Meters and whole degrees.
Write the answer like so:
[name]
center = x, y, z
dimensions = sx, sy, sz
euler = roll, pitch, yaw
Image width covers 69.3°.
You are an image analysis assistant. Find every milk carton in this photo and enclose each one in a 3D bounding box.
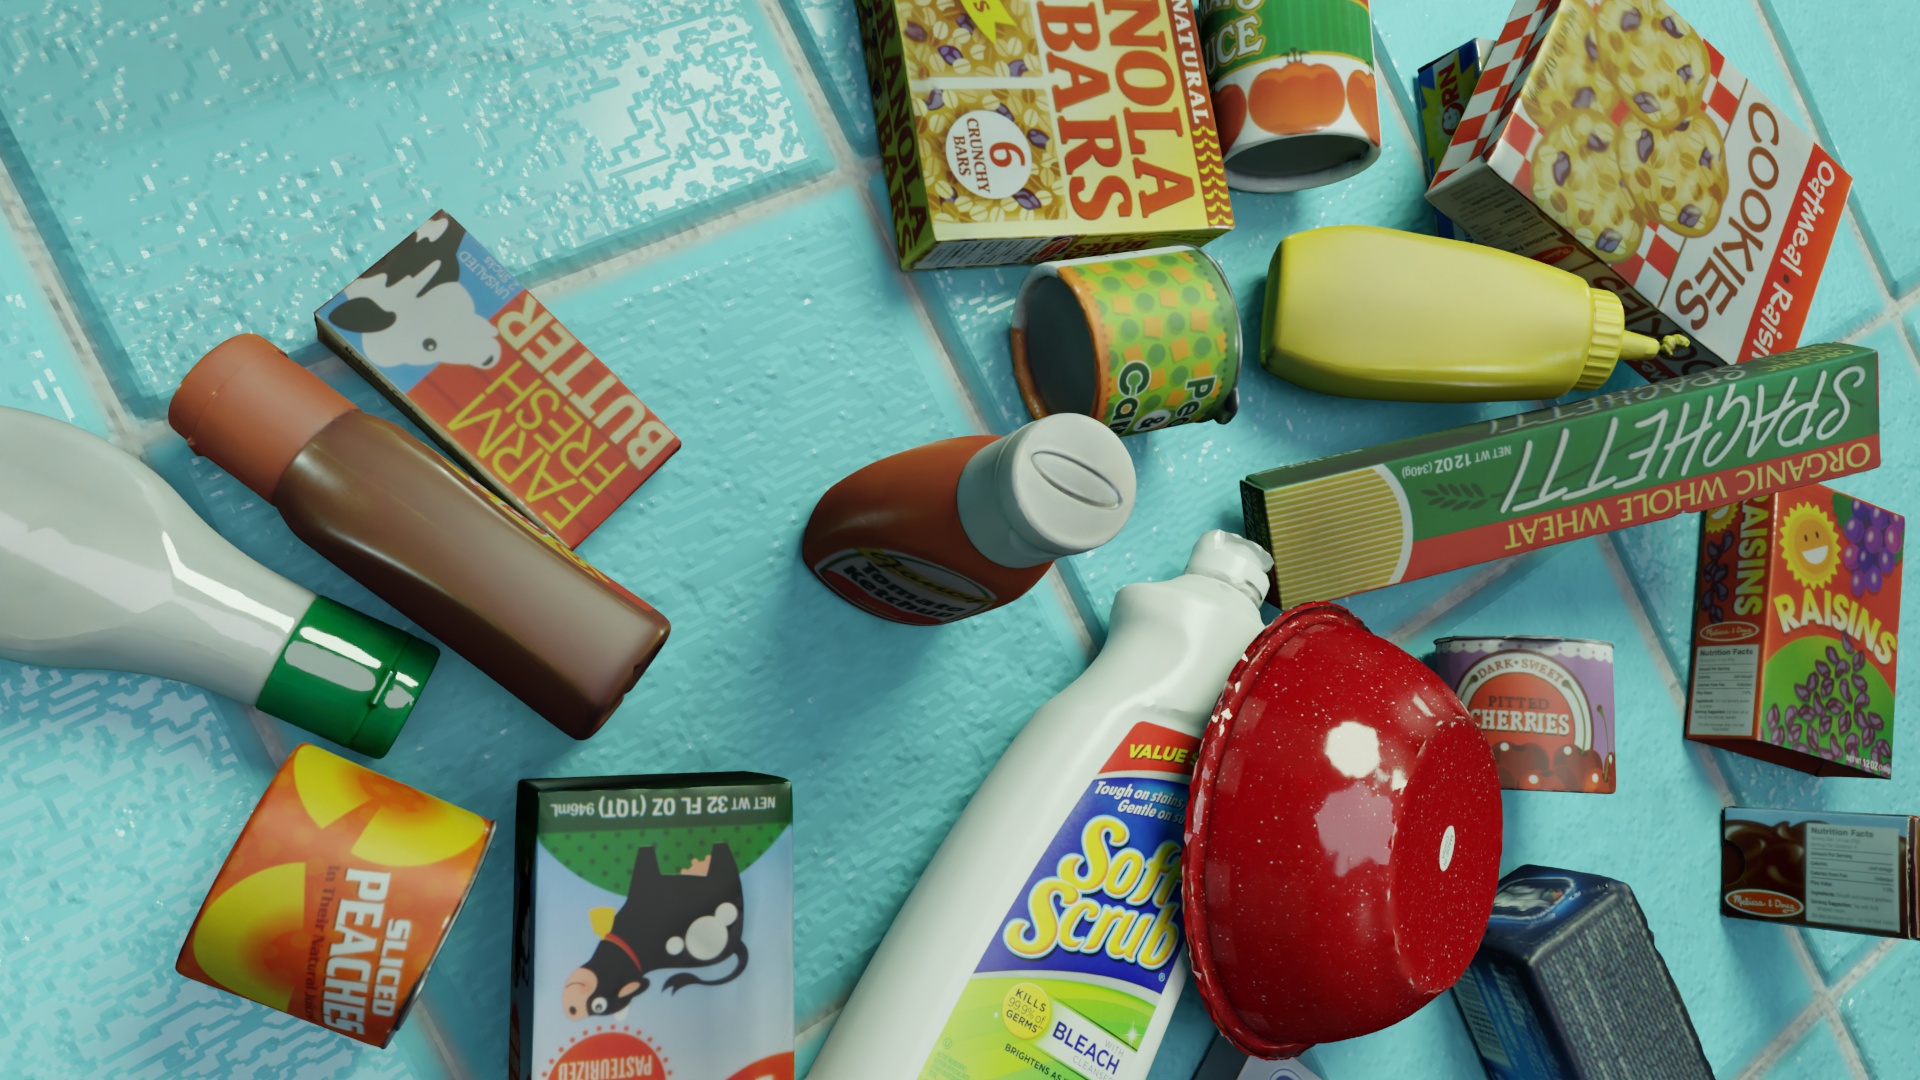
[milk carton]
center = -0.091, 0.164, 0.398
dimensions = 0.072, 0.073, 0.190
euler = 1, 82, -22

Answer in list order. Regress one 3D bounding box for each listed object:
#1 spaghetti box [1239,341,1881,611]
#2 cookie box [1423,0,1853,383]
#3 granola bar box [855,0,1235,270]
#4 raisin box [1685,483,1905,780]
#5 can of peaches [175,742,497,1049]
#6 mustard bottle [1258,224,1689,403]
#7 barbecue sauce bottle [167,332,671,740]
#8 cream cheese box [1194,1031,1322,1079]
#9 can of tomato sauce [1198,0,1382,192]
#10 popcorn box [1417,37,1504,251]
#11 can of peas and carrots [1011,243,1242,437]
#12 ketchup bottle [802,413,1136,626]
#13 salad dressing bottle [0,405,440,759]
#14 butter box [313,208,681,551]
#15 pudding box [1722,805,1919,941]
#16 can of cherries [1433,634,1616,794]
[spaghetti box]
center = 0.233, -0.027, 0.535
dimensions = 0.250, 0.029, 0.050
euler = -13, 105, -4
[cookie box]
center = 0.284, -0.145, 0.573
dimensions = 0.167, 0.040, 0.123
euler = 33, 72, -15
[granola bar box]
center = 0.027, -0.187, 0.518
dimensions = 0.124, 0.039, 0.165
euler = -8, 85, -22
[raisin box]
center = 0.377, 0.038, 0.626
dimensions = 0.086, 0.040, 0.123
euler = 16, 78, -19
[can of peaches]
center = -0.169, 0.097, 0.378
dimensions = 0.058, 0.071, 0.071
euler = 28, 73, -15
[mustard bottle]
center = 0.199, -0.082, 0.539
dimensions = 0.160, 0.049, 0.065
euler = 8, 85, 2
[barbecue sauce bottle]
center = -0.156, -0.001, 0.405
dimensions = 0.148, 0.064, 0.044
euler = 37, 69, -4
[cream cheese box]
center = 0.094, 0.230, 0.489
dimensions = 0.053, 0.024, 0.104
euler = 40, 70, -13
[can of tomato sauce]
center = 0.126, -0.187, 0.545
dimensions = 0.071, 0.071, 0.083
euler = 0, 83, -22
[popcorn box]
center = 0.250, -0.148, 0.603
dimensions = 0.085, 0.038, 0.127
euler = -2, 82, -23
[can of peas and carrots]
center = 0.059, -0.068, 0.497
dimensions = 0.059, 0.071, 0.071
euler = -12, 87, -22
[ketchup bottle]
center = 0.002, -0.005, 0.420
dimensions = 0.065, 0.148, 0.043
euler = 26, 72, -17
[salad dressing bottle]
center = -0.222, 0.015, 0.384
dimensions = 0.147, 0.044, 0.064
euler = 29, 71, -17
[butter box]
center = -0.143, -0.048, 0.436
dimensions = 0.103, 0.024, 0.053
euler = 45, 69, -10
[pudding box]
center = 0.366, 0.138, 0.582
dimensions = 0.030, 0.083, 0.050
euler = 12, 78, -23
[can of cherries]
center = 0.218, 0.068, 0.540
dimensions = 0.071, 0.071, 0.058
euler = 7, 81, -21
